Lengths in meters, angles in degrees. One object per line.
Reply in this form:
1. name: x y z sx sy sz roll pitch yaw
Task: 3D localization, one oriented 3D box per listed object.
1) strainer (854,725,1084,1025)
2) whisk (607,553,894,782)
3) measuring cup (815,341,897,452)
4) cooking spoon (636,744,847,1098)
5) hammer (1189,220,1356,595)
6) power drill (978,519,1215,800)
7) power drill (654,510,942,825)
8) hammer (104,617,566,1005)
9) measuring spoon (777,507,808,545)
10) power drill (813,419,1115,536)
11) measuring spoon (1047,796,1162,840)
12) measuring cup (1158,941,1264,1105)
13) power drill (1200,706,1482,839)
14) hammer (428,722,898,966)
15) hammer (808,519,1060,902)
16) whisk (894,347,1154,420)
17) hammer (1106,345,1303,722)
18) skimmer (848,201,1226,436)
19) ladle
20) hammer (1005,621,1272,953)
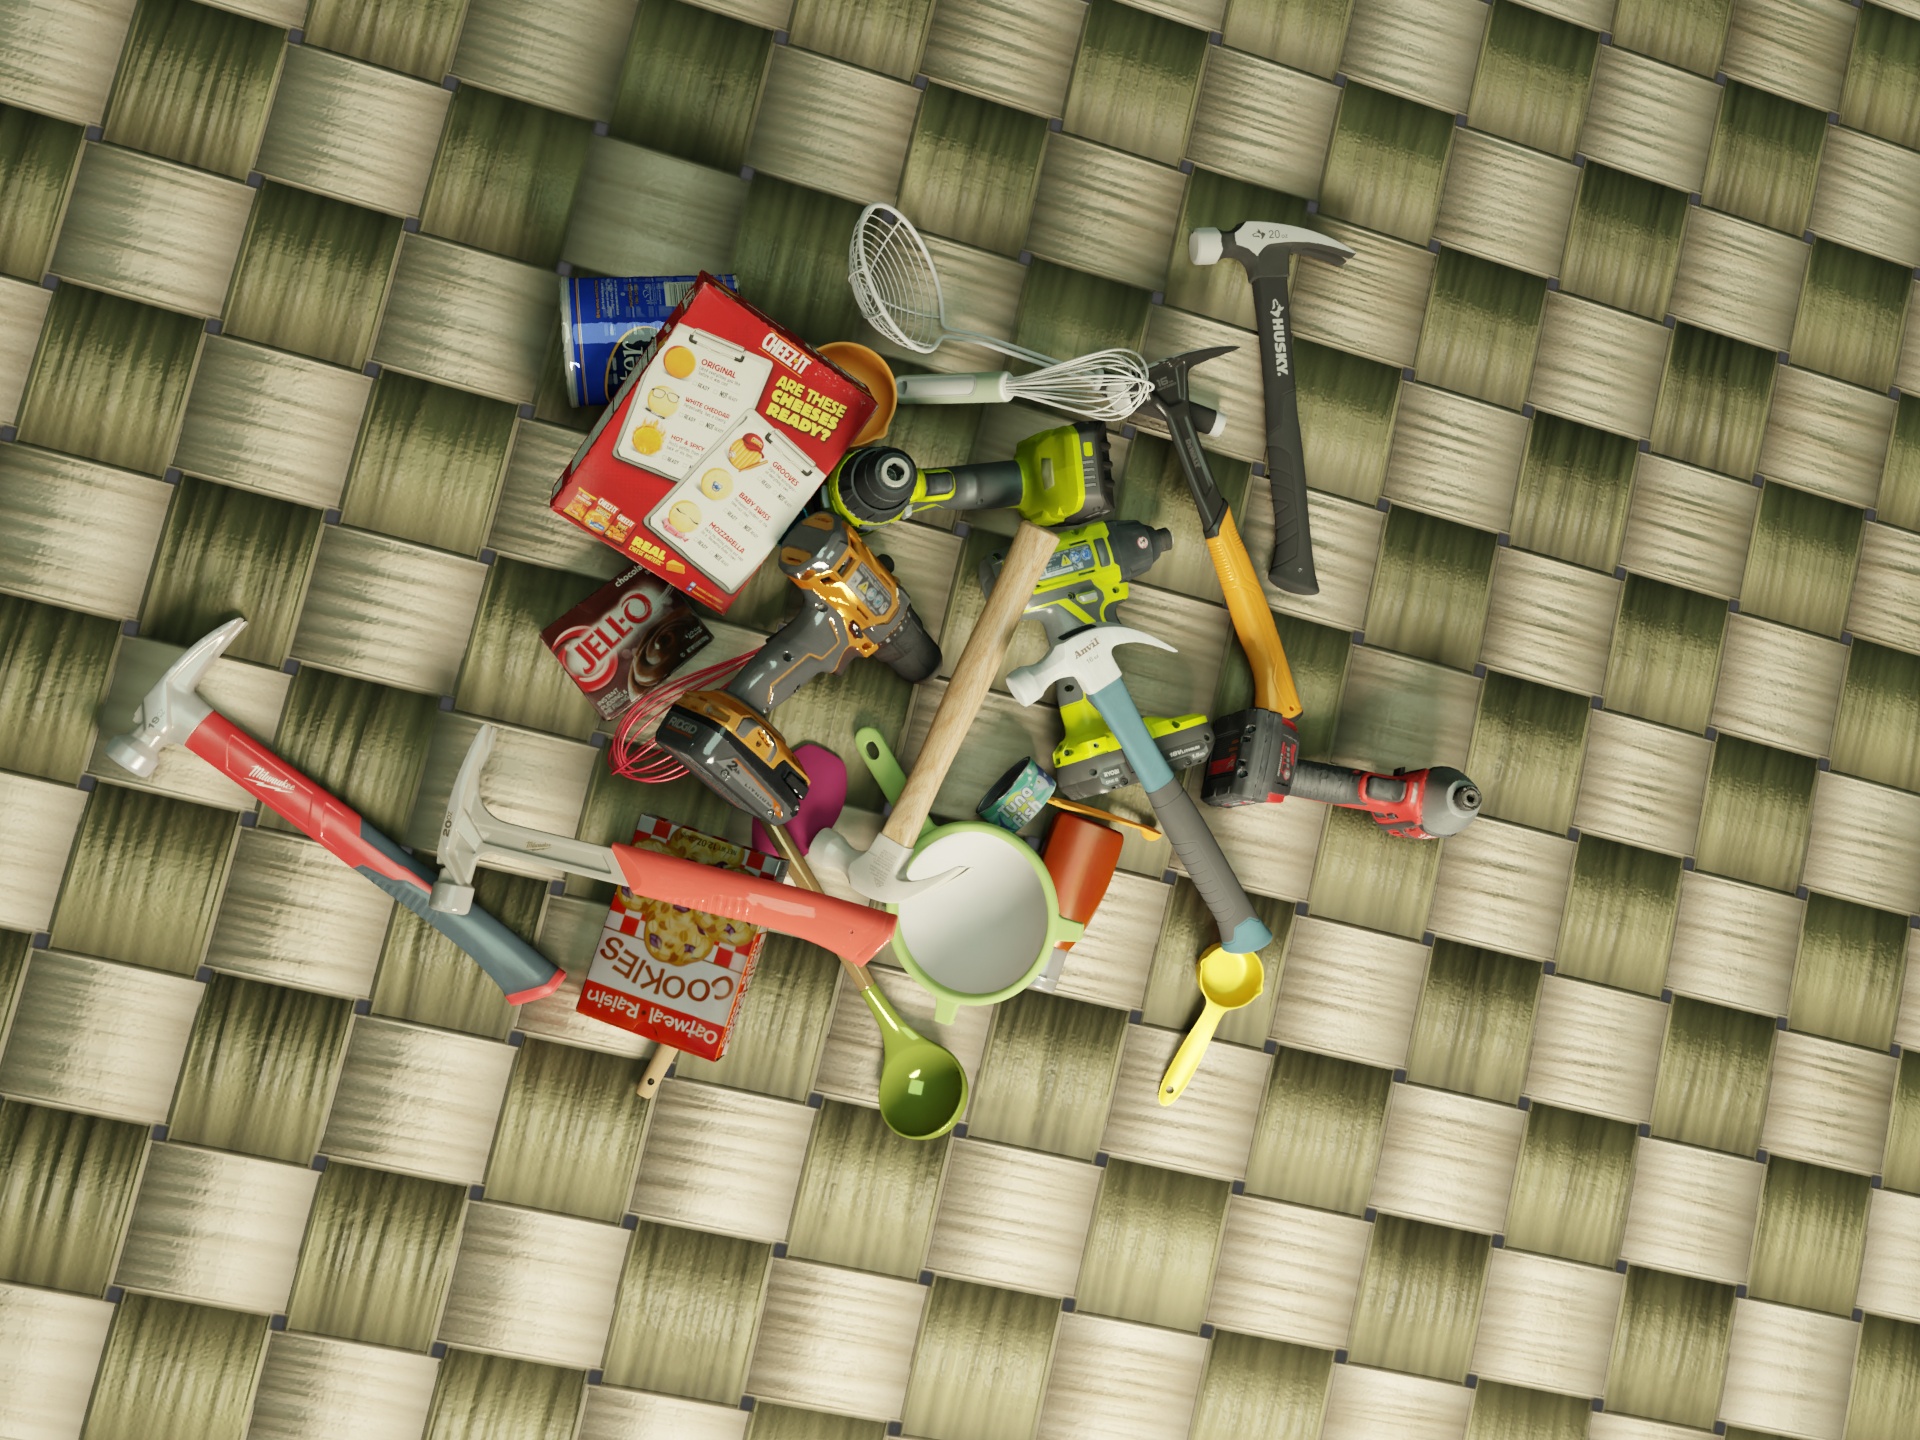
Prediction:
1. strainer: -0.009 0.114 1.335 0.151 0.069 0.256 -36 75 17
2. whisk: -0.168 -0.046 1.312 0.296 0.073 0.073 -40 94 -15
3. measuring cup: -0.128 -0.239 1.334 0.095 0.052 0.173 45 87 -5
4. cooking spoon: -0.185 0.166 1.315 0.068 0.017 0.319 29 81 -8
5. hammer: 0.292 -0.278 1.421 0.146 0.035 0.335 -5 88 -10
6. power drill: 0.128 -0.057 1.359 0.171 0.080 0.223 -16 87 -15
7. power drill: -0.116 -0.028 1.275 0.226 0.084 0.185 -56 133 -14
8. hammer: -0.466 0.085 1.258 0.386 0.038 0.143 38 79 -7
9. measuring spoon: -0.187 -0.147 1.337 0.128 0.021 0.042 -30 104 -2
10. power drill: 0.004 -0.193 1.287 0.228 0.190 0.080 -7 92 -15
11. measuring spoon: 0.121 0.085 1.368 0.116 0.021 0.011 18 100 -21
12. measuring cup: 0.210 0.263 1.387 0.062 0.029 0.156 27 94 -9
13. power drill: 0.329 0.053 1.357 0.219 0.143 0.078 13 82 -7
14. hammer: -0.224 0.114 1.238 0.359 0.036 0.149 13 83 1
15. hammer: -0.002 -0.004 1.285 0.130 0.031 0.331 28 96 23
16. whisk: 0.045 -0.274 1.303 0.246 0.059 0.058 5 90 31
17. hammer: 0.236 -0.155 1.383 0.127 0.034 0.337 -25 100 -24
18. skimmer: 0.073 -0.330 1.355 0.363 0.090 0.127 17 53 -12
19. ladle: -0.091 0.199 1.305 0.078 0.062 0.320 -29 94 7
20. hammer: 0.168 0.062 1.302 0.128 0.033 0.330 -35 111 -8
